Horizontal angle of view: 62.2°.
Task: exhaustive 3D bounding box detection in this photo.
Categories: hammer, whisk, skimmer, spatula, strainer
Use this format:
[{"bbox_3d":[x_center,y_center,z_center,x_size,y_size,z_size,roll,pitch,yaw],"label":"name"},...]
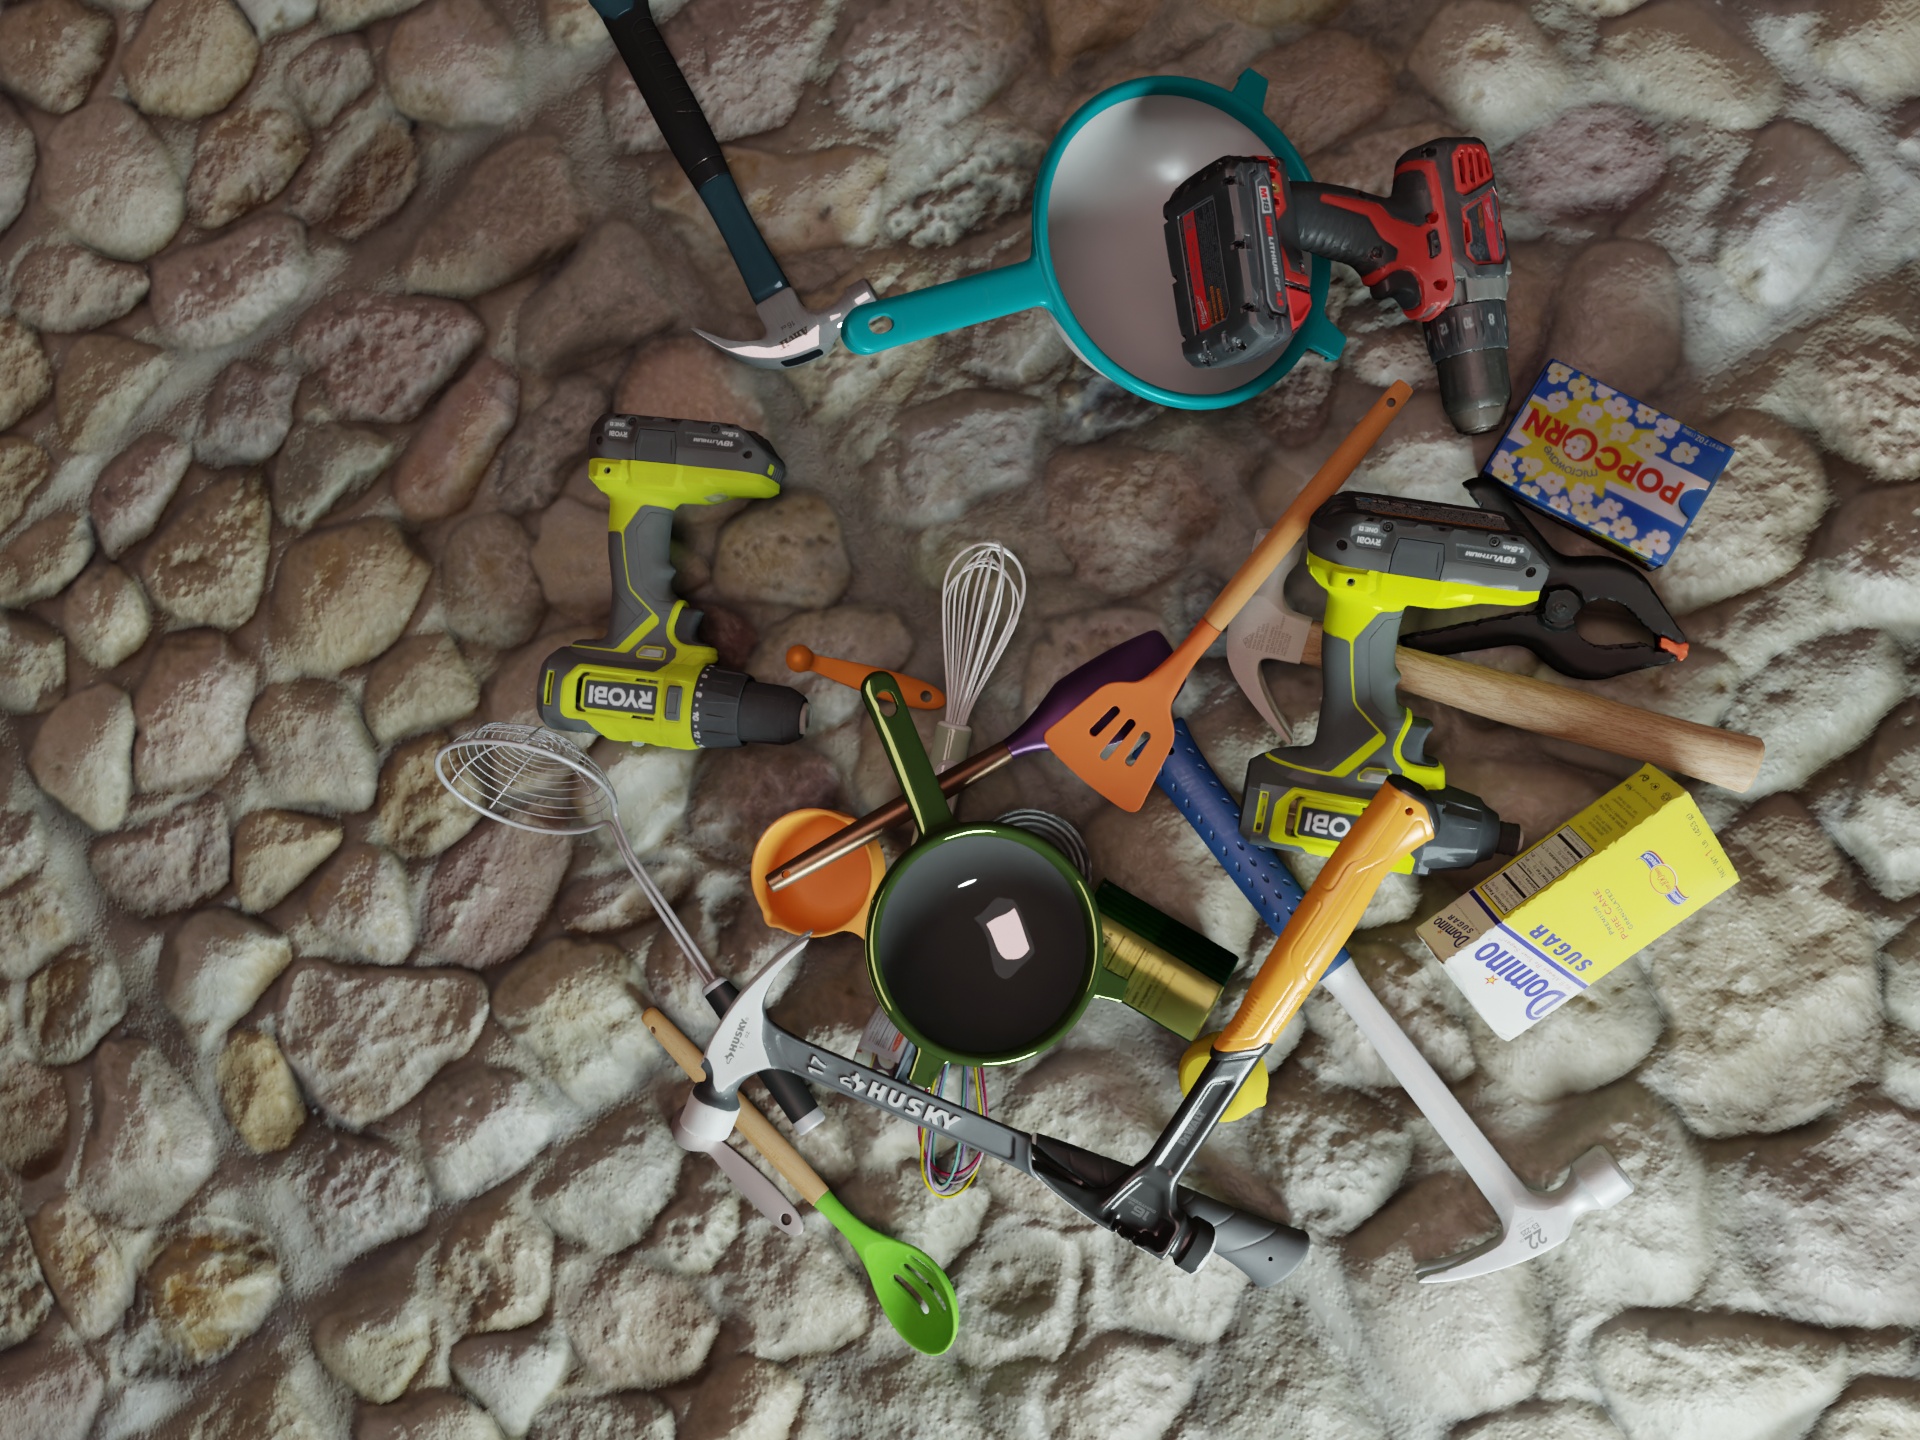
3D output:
[{"bbox_3d":[0.177,0.175,0.967,0.127,0.034,0.337,31,101,-3],"label":"hammer"},{"bbox_3d":[0.003,0.201,1.088,0.047,0.051,0.245,7,84,-8],"label":"whisk"},{"bbox_3d":[0.330,-0.016,1.007,0.331,0.031,0.130,17,109,13],"label":"hammer"},{"bbox_3d":[-0.229,0.151,1.112,0.363,0.090,0.127,54,142,6],"label":"skimmer"},{"bbox_3d":[0.175,-0.081,1.008,0.081,0.041,0.322,39,103,6],"label":"spatula"},{"bbox_3d":[-0.184,-0.403,1.161,0.128,0.033,0.331,-29,81,8],"label":"hammer"},{"bbox_3d":[0.033,0.269,1.029,0.409,0.036,0.149,22,96,-1],"label":"hammer"},{"bbox_3d":[-0.011,0.092,1.007,0.151,0.069,0.256,-22,85,-15],"label":"strainer"},{"bbox_3d":[-0.002,-0.003,1.094,0.057,0.059,0.246,11,94,-15],"label":"whisk"},{"bbox_3d":[0.245,0.174,1.033,0.144,0.035,0.406,-38,80,8],"label":"hammer"},{"bbox_3d":[0.011,0.035,1.070,0.316,0.018,0.060,-28,84,-5],"label":"spatula"},{"bbox_3d":[0.072,-0.279,1.018,0.340,0.095,0.211,-20,95,-19],"label":"strainer"}]

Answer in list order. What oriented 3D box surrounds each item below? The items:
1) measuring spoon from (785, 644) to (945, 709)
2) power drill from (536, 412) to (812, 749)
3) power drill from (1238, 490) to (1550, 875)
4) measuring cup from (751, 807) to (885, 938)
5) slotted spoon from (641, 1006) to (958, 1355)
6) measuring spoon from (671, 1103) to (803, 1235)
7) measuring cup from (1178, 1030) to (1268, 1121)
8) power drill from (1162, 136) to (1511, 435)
[{"bbox_3d":[-0.064,-0.029,1.101,0.117,0.011,0.021,17,85,-12],"label":"measuring spoon"},{"bbox_3d":[-0.191,-0.092,1.125,0.190,0.080,0.228,6,91,8],"label":"power drill"},{"bbox_3d":[0.272,-0.017,0.968,0.171,0.080,0.223,9,110,8],"label":"power drill"},{"bbox_3d":[-0.065,0.132,1.097,0.174,0.052,0.095,42,96,10],"label":"measuring cup"},{"bbox_3d":[-0.114,0.312,1.108,0.314,0.031,0.070,43,123,14],"label":"slotted spoon"},{"bbox_3d":[-0.158,0.320,1.123,0.124,0.018,0.034,41,96,11],"label":"measuring spoon"},{"bbox_3d":[0.189,0.195,1.018,0.062,0.029,0.156,40,120,24],"label":"measuring cup"},{"bbox_3d":[0.251,-0.266,0.995,0.226,0.080,0.188,-10,92,-24],"label":"power drill"}]
